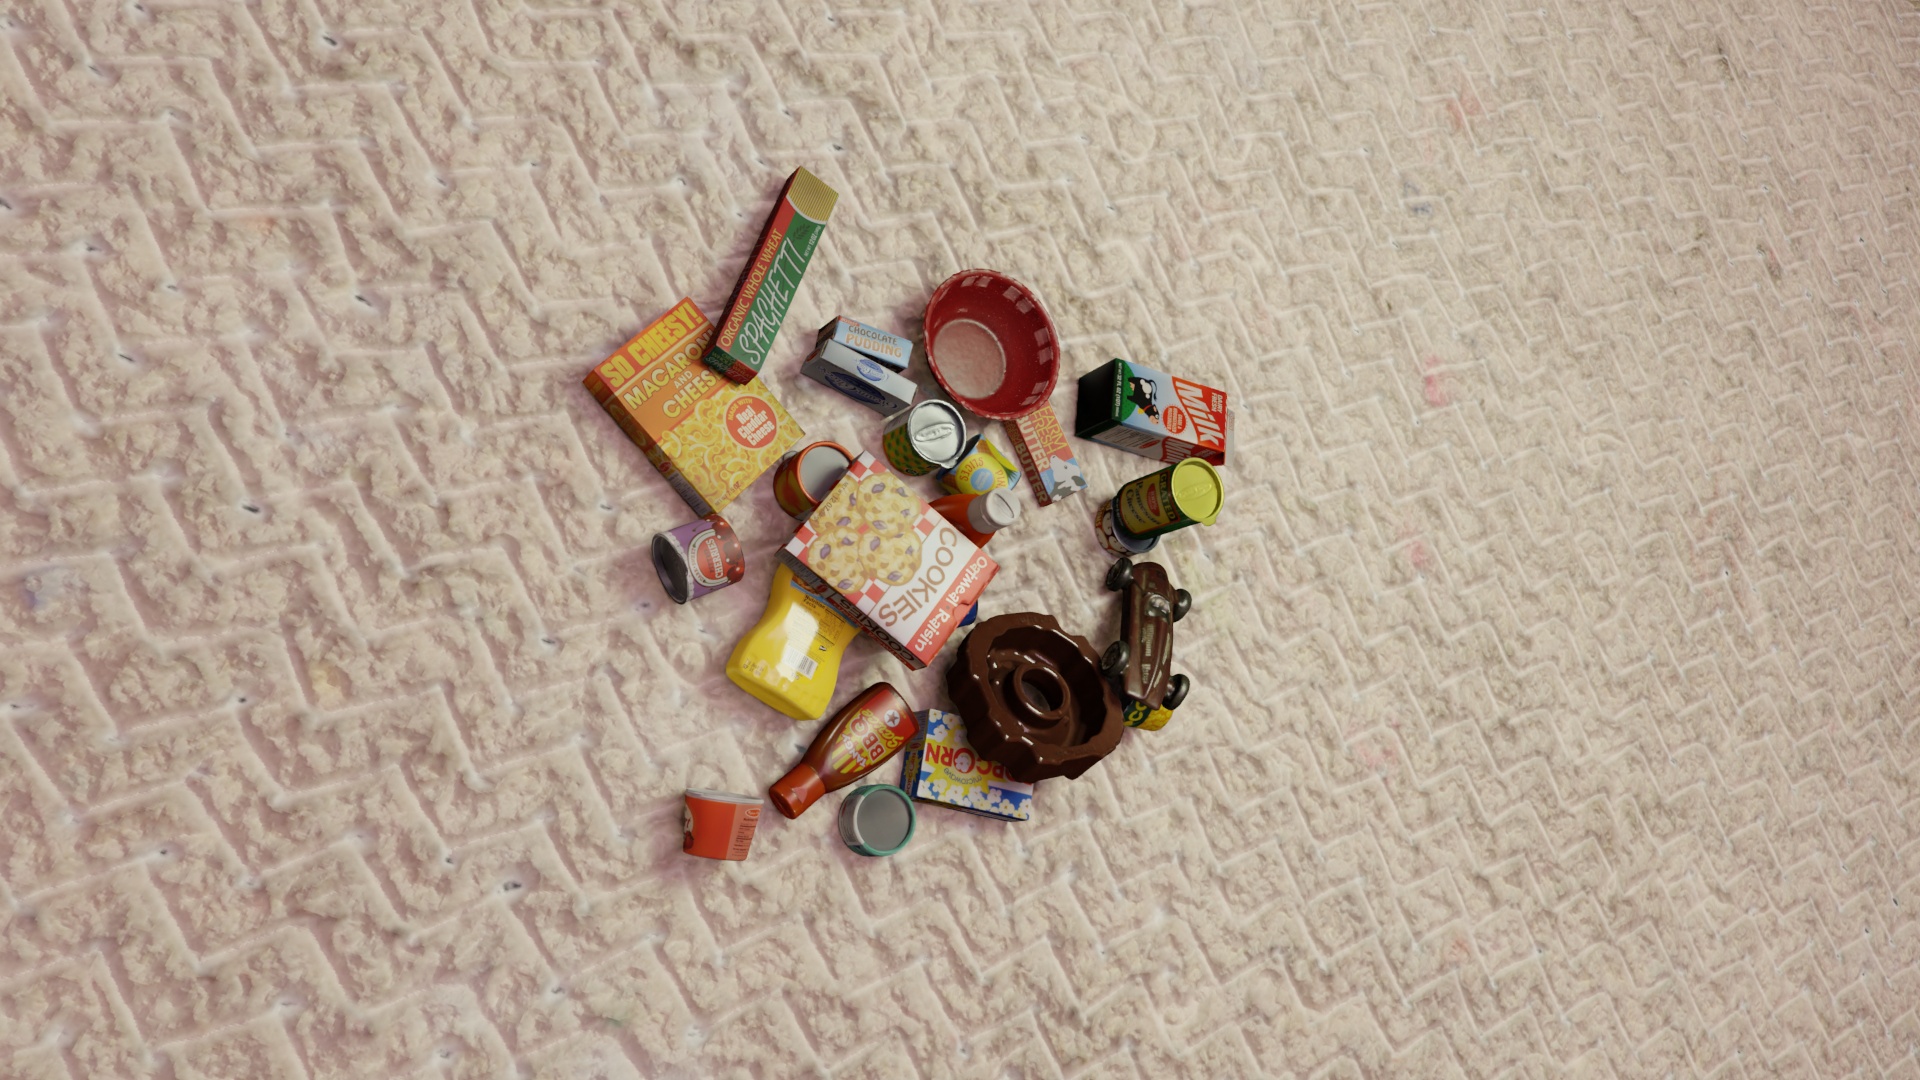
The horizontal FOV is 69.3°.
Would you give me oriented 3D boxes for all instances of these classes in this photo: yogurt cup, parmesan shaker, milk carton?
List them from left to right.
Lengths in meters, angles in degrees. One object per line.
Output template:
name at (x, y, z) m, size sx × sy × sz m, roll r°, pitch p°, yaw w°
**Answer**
yogurt cup at (-0.206, 0.244, 1.190) m, size 0.072 × 0.072 × 0.054 m, roll 12°, pitch 81°, yaw -27°
milk carton at (0.225, -0.133, 1.517) m, size 0.191 × 0.073 × 0.072 m, roll 14°, pitch 72°, yaw -26°
parmesan shaker at (0.214, -0.038, 1.431) m, size 0.071 × 0.103 × 0.071 m, roll 7°, pitch 75°, yaw -28°

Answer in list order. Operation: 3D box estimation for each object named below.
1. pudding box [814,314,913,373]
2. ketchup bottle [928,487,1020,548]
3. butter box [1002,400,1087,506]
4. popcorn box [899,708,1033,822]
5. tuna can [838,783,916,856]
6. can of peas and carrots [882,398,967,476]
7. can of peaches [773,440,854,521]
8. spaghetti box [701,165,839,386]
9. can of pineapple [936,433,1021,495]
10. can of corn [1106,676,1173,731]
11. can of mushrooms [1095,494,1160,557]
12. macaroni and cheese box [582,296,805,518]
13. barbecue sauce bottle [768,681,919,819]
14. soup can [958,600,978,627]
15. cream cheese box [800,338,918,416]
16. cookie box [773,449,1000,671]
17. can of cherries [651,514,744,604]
pudding box at (-0.095, -0.189, 1.364) m, size 0.084 × 0.049 × 0.030 m, roll 18°, pitch 72°, yaw -25°
ketchup bottle at (0.005, -0.017, 1.321) m, size 0.044 × 0.148 × 0.064 m, roll -44°, pitch 101°, yaw -28°
butter box at (0.089, -0.092, 1.459) m, size 0.053 × 0.024 × 0.103 m, roll -26°, pitch 92°, yaw -32°
popcorn box at (0.010, 0.217, 1.332) m, size 0.127 × 0.038 × 0.085 m, roll 17°, pitch 70°, yaw -25°
tuna can at (-0.074, 0.258, 1.278) m, size 0.071 × 0.032 × 0.071 m, roll 7°, pitch 75°, yaw -27°
can of peas and carrots at (-0.035, -0.099, 1.371) m, size 0.071 × 0.058 × 0.071 m, roll 7°, pitch 76°, yaw -28°
can of peaches at (-0.136, -0.058, 1.305) m, size 0.071 × 0.058 × 0.071 m, roll 7°, pitch 76°, yaw -28°
spaghetti box at (-0.177, -0.255, 1.319) m, size 0.050 × 0.028 × 0.251 m, roll 33°, pitch 54°, yaw -22°
can of pineapple at (0.018, -0.064, 1.387) m, size 0.058 × 0.071 × 0.071 m, roll 44°, pitch 61°, yaw -13°
can of corn at (0.181, 0.159, 1.424) m, size 0.058 × 0.071 × 0.071 m, roll 15°, pitch 71°, yaw -27°
can of mushrooms at (0.178, -0.018, 1.487) m, size 0.071 × 0.033 × 0.071 m, roll 7°, pitch 76°, yaw -28°
macaroni and cheese box at (-0.242, -0.120, 1.270) m, size 0.166 × 0.040 × 0.124 m, roll 50°, pitch 59°, yaw -11°
barbecue sauce bottle at (-0.108, 0.195, 1.268) m, size 0.149 × 0.043 × 0.065 m, roll -38°, pitch 99°, yaw -30°
soup can at (-0.034, 0.058, 1.324) m, size 0.084 × 0.071 × 0.071 m, roll -15°, pitch 86°, yaw -28°
cream cheese box at (-0.099, -0.157, 1.352) m, size 0.104 × 0.053 × 0.024 m, roll 26°, pitch 69°, yaw -22°
cookie box at (-0.064, 0.019, 1.260) m, size 0.167 × 0.040 × 0.123 m, roll 41°, pitch 66°, yaw -9°
can of cherries at (-0.230, 0.016, 1.226) m, size 0.058 × 0.071 × 0.071 m, roll -22°, pitch 90°, yaw -32°
